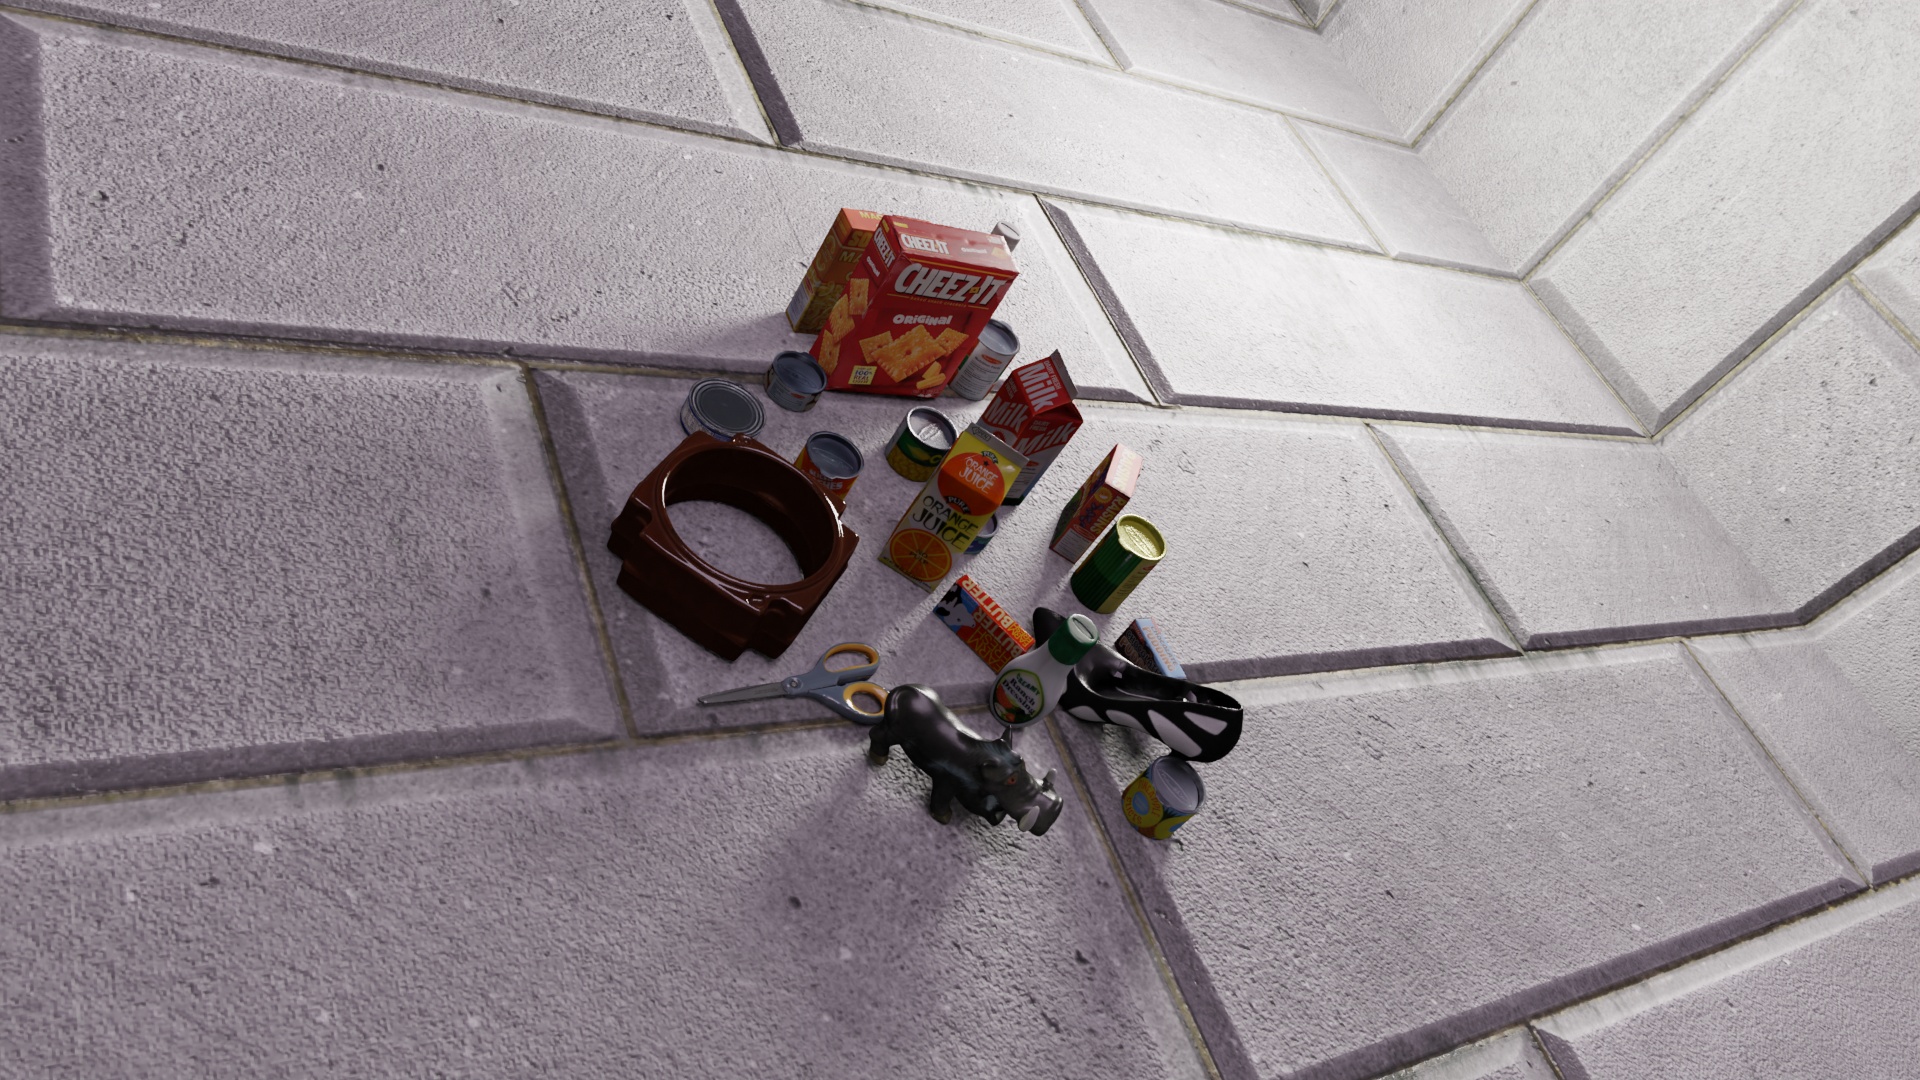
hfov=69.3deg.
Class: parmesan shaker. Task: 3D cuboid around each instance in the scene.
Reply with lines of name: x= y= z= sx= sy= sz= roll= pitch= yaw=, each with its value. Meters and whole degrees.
parmesan shaker: x=0.175 y=0.028 z=1.566 sx=0.071 sy=0.102 sz=0.072 roll=20 pitch=42 yaw=-19

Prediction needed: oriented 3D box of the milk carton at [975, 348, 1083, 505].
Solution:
milk carton: x=0.073 y=-0.127 z=1.574 sx=0.073 sy=0.189 sz=0.072 roll=4 pitch=50 yaw=-34

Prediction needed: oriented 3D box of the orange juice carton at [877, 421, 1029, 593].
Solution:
orange juice carton: x=-0.004 y=-0.040 z=1.431 sx=0.072 sy=0.191 sz=0.073 roll=33 pitch=40 yaw=-5

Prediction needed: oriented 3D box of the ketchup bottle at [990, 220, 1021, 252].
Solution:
ketchup bottle: x=0.027 y=-0.343 z=1.784 sx=0.065 sy=0.148 sz=0.044 roll=37 pitch=39 yaw=0

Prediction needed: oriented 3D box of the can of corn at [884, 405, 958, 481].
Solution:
can of corn: x=-0.043 y=-0.107 z=1.574 sx=0.071 sy=0.058 sz=0.071 roll=20 pitch=42 yaw=-19

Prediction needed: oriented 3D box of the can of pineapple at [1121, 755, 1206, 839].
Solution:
can of pineapple: x=0.203 y=0.259 z=1.396 sx=0.071 sy=0.057 sz=0.071 roll=20 pitch=42 yaw=-19

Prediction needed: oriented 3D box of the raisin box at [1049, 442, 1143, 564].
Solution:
raisin box: x=0.158 y=-0.042 z=1.606 sx=0.040 sy=0.122 sz=0.086 roll=32 pitch=40 yaw=-6

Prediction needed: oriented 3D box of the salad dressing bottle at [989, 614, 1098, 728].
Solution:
salad dressing bottle: x=0.082 y=0.128 z=1.366 sx=0.064 sy=0.147 sz=0.044 roll=47 pitch=40 yaw=11

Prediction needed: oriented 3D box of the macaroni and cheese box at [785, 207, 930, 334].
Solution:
macaroni and cheese box: x=-0.117 y=-0.311 z=1.634 sx=0.124 sy=0.165 sz=0.040 roll=0 pitch=52 yaw=-37

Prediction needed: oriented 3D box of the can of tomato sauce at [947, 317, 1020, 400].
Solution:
can of tomato sauce: x=0.026 y=-0.226 z=1.720 sx=0.071 sy=0.082 sz=0.071 roll=20 pitch=42 yaw=-19

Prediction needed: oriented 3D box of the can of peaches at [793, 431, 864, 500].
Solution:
can of peaches: x=-0.144 y=-0.071 z=1.465 sx=0.071 sy=0.057 sz=0.071 roll=20 pitch=42 yaw=-19

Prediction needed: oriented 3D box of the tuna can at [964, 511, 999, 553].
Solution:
tuna can: x=0.006 y=-0.019 z=1.543 sx=0.071 sy=0.032 sz=0.071 roll=20 pitch=42 yaw=-19

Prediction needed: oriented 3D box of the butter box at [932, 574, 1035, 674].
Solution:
butter box: x=0.024 y=0.088 z=1.436 sx=0.103 sy=0.053 sz=0.024 roll=44 pitch=40 yaw=9

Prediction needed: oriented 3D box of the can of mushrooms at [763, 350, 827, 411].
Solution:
can of mushrooms: x=-0.185 y=-0.180 z=1.561 sx=0.071 sy=0.033 sz=0.071 roll=20 pitch=42 yaw=-19

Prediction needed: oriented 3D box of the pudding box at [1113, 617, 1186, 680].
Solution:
pudding box: x=0.209 y=0.132 z=1.531 sx=0.030 sy=0.049 sz=0.084 roll=-1 pitch=52 yaw=-37
